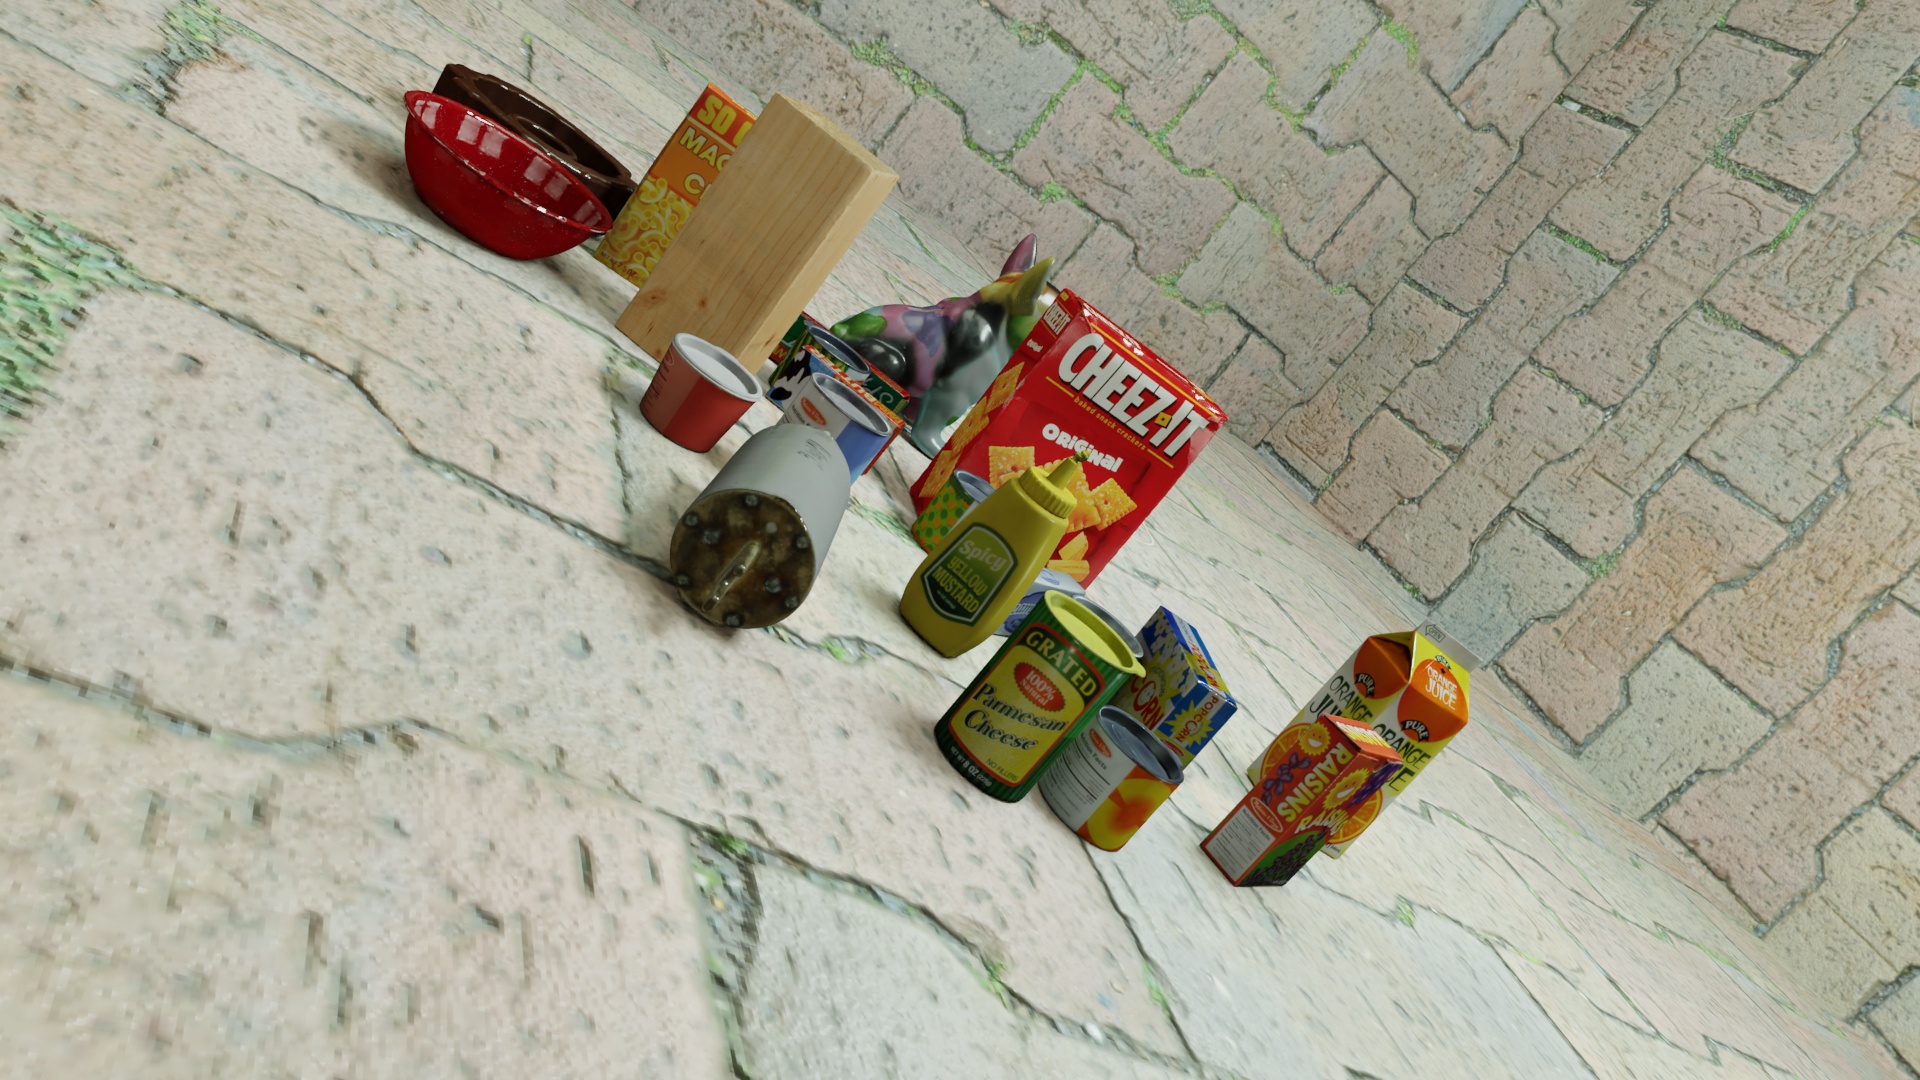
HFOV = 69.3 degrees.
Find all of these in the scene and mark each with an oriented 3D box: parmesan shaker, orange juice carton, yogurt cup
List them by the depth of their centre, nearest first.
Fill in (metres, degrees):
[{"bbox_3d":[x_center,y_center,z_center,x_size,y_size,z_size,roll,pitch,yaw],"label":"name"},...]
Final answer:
[{"bbox_3d":[0.043,0.089,0.775,0.071,0.103,0.071,36,15,-11],"label":"parmesan shaker"},{"bbox_3d":[-0.172,-0.094,0.907,0.072,0.054,0.072,36,15,-11],"label":"yogurt cup"},{"bbox_3d":[0.321,0.148,1.087,0.072,0.192,0.073,33,15,-23],"label":"orange juice carton"}]

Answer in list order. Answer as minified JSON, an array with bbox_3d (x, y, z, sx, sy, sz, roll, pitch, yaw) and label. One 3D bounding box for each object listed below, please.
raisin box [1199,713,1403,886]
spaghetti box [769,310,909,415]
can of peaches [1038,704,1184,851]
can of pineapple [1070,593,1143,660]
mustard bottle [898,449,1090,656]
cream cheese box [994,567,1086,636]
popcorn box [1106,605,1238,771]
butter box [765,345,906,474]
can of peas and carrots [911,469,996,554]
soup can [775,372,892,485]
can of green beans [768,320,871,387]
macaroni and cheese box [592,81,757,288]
[{"bbox_3d":[0.227,0.174,0.921,0.086,0.123,0.040,20,24,-52],"label":"raisin box"},{"bbox_3d":[-0.155,-0.183,1.221,0.250,0.050,0.029,38,14,-1],"label":"spaghetti box"},{"bbox_3d":[0.090,0.141,0.821,0.071,0.058,0.071,36,15,-11],"label":"can of peaches"},{"bbox_3d":[0.086,0.080,0.993,0.071,0.057,0.071,36,15,-11],"label":"can of pineapple"},{"bbox_3d":[0.028,0.001,0.890,0.065,0.160,0.049,42,14,12],"label":"mustard bottle"},{"bbox_3d":[0.046,0.045,1.012,0.024,0.053,0.104,47,17,30],"label":"cream cheese box"},{"bbox_3d":[0.141,0.110,0.980,0.038,0.085,0.127,35,15,-16],"label":"popcorn box"},{"bbox_3d":[-0.099,-0.104,1.112,0.103,0.053,0.024,39,14,2],"label":"butter box"},{"bbox_3d":[0.004,-0.013,1.075,0.071,0.058,0.071,36,15,-11],"label":"can of peas and carrots"},{"bbox_3d":[-0.094,-0.059,0.927,0.071,0.083,0.071,36,15,-11],"label":"soup can"},{"bbox_3d":[-0.118,-0.138,1.159,0.071,0.057,0.071,36,15,-11],"label":"can of green beans"},{"bbox_3d":[-0.200,-0.266,1.132,0.123,0.166,0.040,34,15,-19],"label":"macaroni and cheese box"}]
